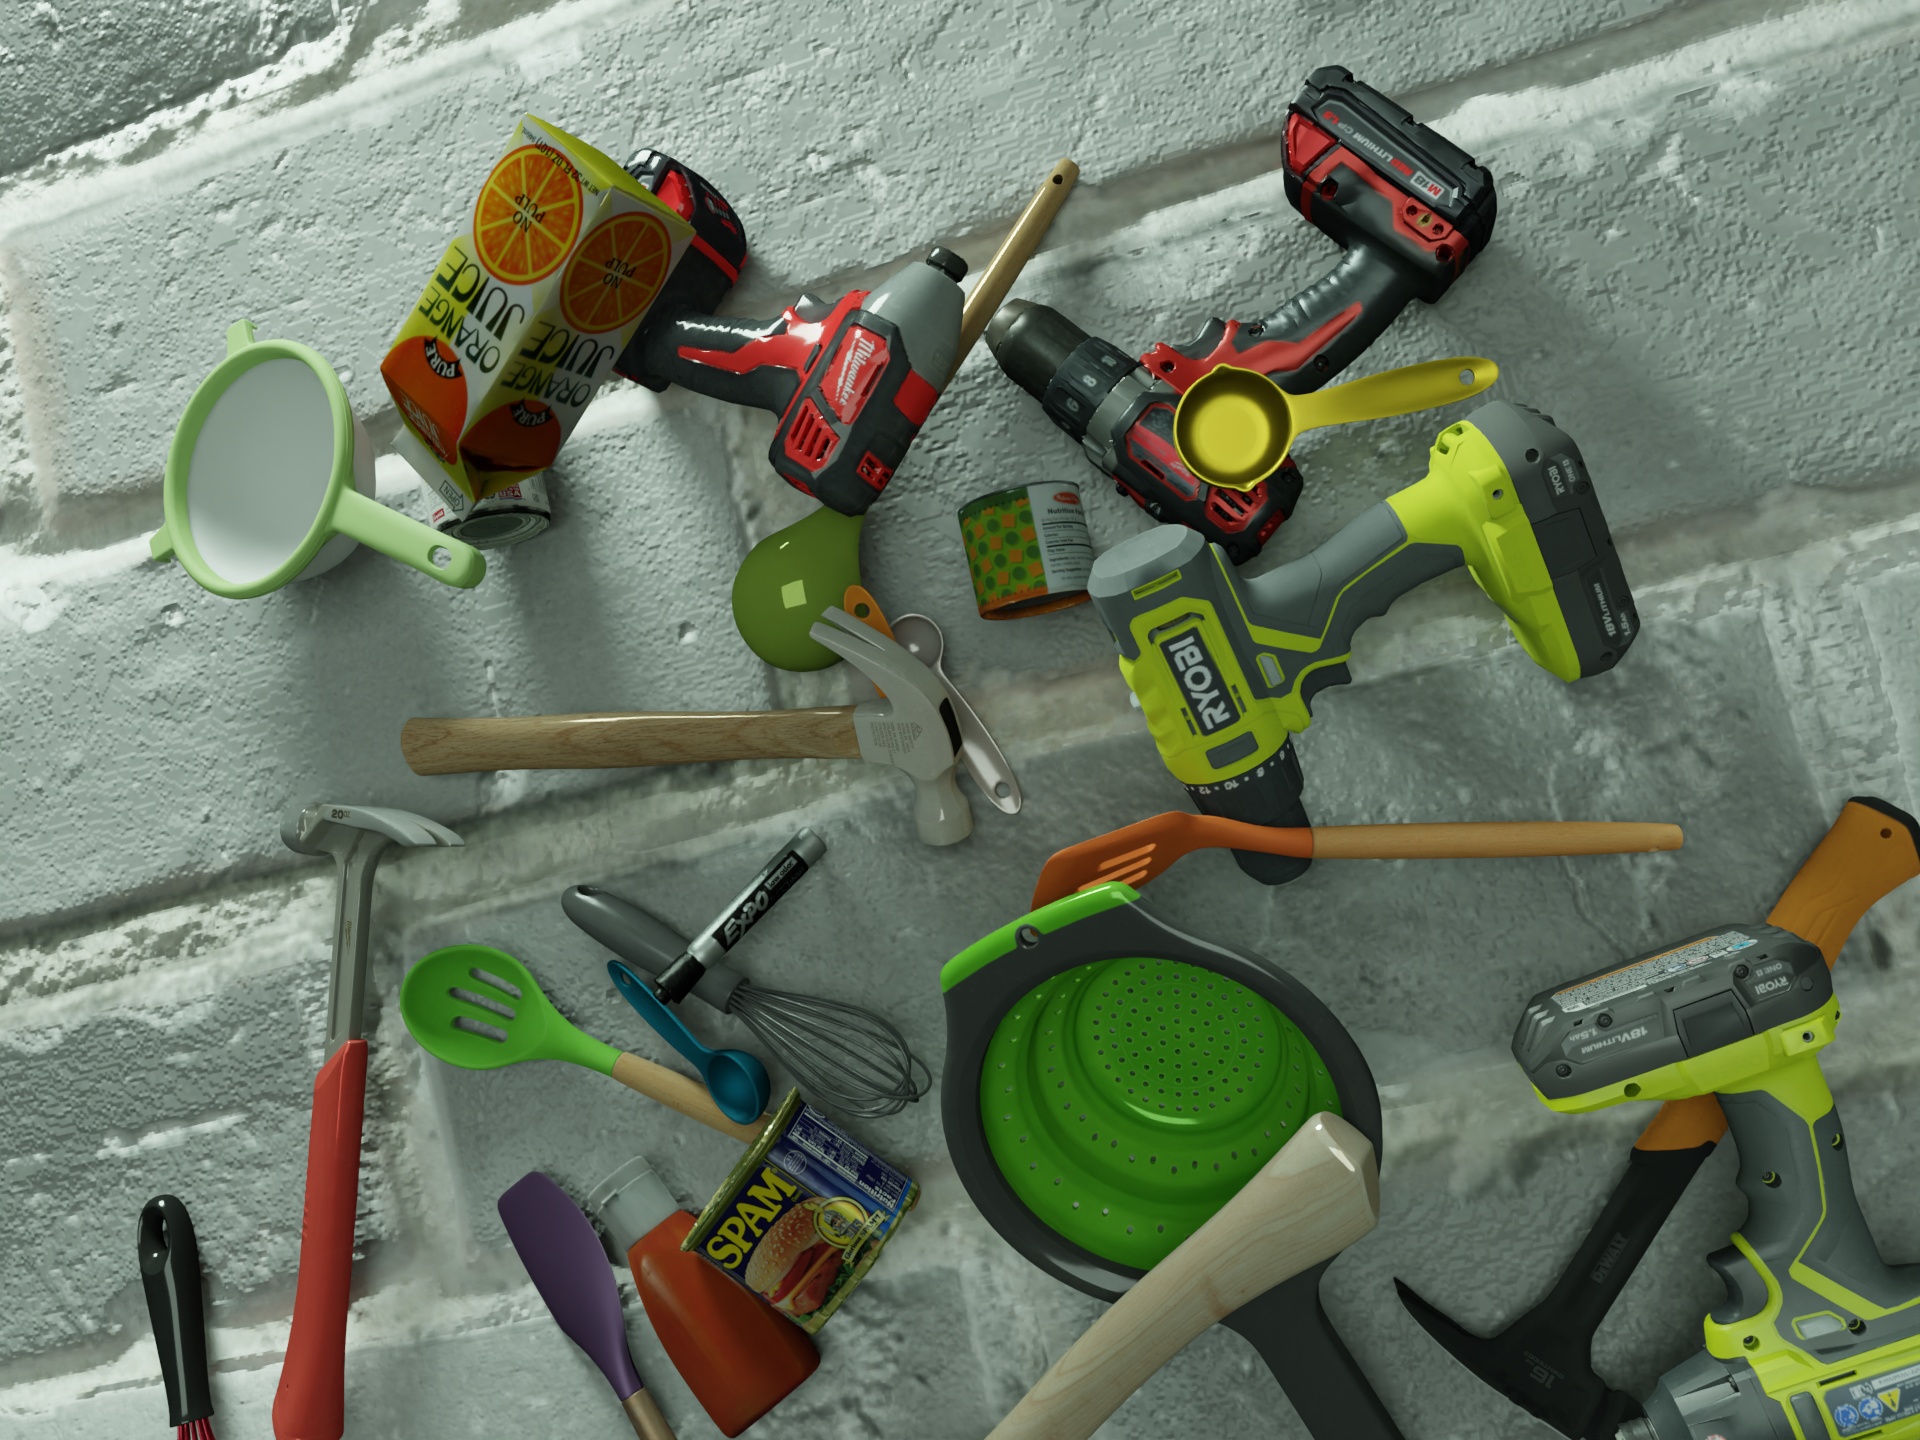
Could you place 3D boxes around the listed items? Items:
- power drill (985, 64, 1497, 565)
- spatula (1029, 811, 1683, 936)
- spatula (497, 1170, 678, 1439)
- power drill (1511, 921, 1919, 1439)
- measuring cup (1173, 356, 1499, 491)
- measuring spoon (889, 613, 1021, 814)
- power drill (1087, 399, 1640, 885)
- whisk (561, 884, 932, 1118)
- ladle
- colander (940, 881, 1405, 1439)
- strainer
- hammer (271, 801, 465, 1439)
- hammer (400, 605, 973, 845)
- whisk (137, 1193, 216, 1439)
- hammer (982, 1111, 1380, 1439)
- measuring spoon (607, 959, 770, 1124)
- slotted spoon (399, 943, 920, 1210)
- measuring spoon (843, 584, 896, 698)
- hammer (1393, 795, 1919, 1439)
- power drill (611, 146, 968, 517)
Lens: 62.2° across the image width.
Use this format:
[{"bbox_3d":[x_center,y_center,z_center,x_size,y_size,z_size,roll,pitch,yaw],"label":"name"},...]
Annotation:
[{"bbox_3d":[0.140,-0.217,0.819,0.188,0.080,0.226,40,98,12],"label":"power drill"},{"bbox_3d":[0.192,0.067,0.763,0.322,0.081,0.041,-1,55,-5],"label":"spatula"},{"bbox_3d":[-0.163,0.386,0.860,0.059,0.018,0.316,-39,76,25],"label":"spatula"},{"bbox_3d":[0.343,0.218,0.706,0.171,0.080,0.223,-23,86,9],"label":"power drill"},{"bbox_3d":[0.178,-0.150,0.766,0.156,0.029,0.062,-12,92,1],"label":"measuring cup"},{"bbox_3d":[-0.001,-0.003,0.866,0.034,0.018,0.124,-32,87,9],"label":"measuring spoon"},{"bbox_3d":[0.197,-0.035,0.773,0.228,0.080,0.190,-25,109,8],"label":"power drill"},{"bbox_3d":[-0.121,0.147,0.864,0.239,0.055,0.055,26,92,18],"label":"whisk"},{"bbox_3d":[-0.023,-0.168,0.873,0.078,0.062,0.320,31,86,9],"label":"ladle"},{"bbox_3d":[0.143,0.243,0.782,0.204,0.094,0.397,-29,98,22],"label":"colander"},{"bbox_3d":[-0.344,-0.121,0.903,0.256,0.069,0.151,24,94,27],"label":"strainer"},{"bbox_3d":[-0.344,0.227,0.890,0.149,0.036,0.359,5,90,40],"label":"hammer"},{"bbox_3d":[-0.160,0.008,0.870,0.331,0.031,0.130,-2,118,18],"label":"hammer"},{"bbox_3d":[-0.436,0.420,0.907,0.073,0.073,0.296,-18,76,10],"label":"whisk"},{"bbox_3d":[0.042,0.324,0.761,0.146,0.038,0.410,43,112,12],"label":"hammer"},{"bbox_3d":[-0.146,0.168,0.866,0.129,0.021,0.042,38,129,26],"label":"measuring spoon"},{"bbox_3d":[-0.167,0.202,0.878,0.314,0.031,0.070,21,90,11],"label":"slotted spoon"},{"bbox_3d":[-0.035,-0.020,0.853,0.021,0.011,0.117,-21,104,7],"label":"measuring spoon"},{"bbox_3d":[0.347,0.180,0.762,0.127,0.034,0.337,32,93,12],"label":"hammer"},{"bbox_3d":[-0.101,-0.213,0.845,0.220,0.078,0.143,32,93,26],"label":"power drill"}]
